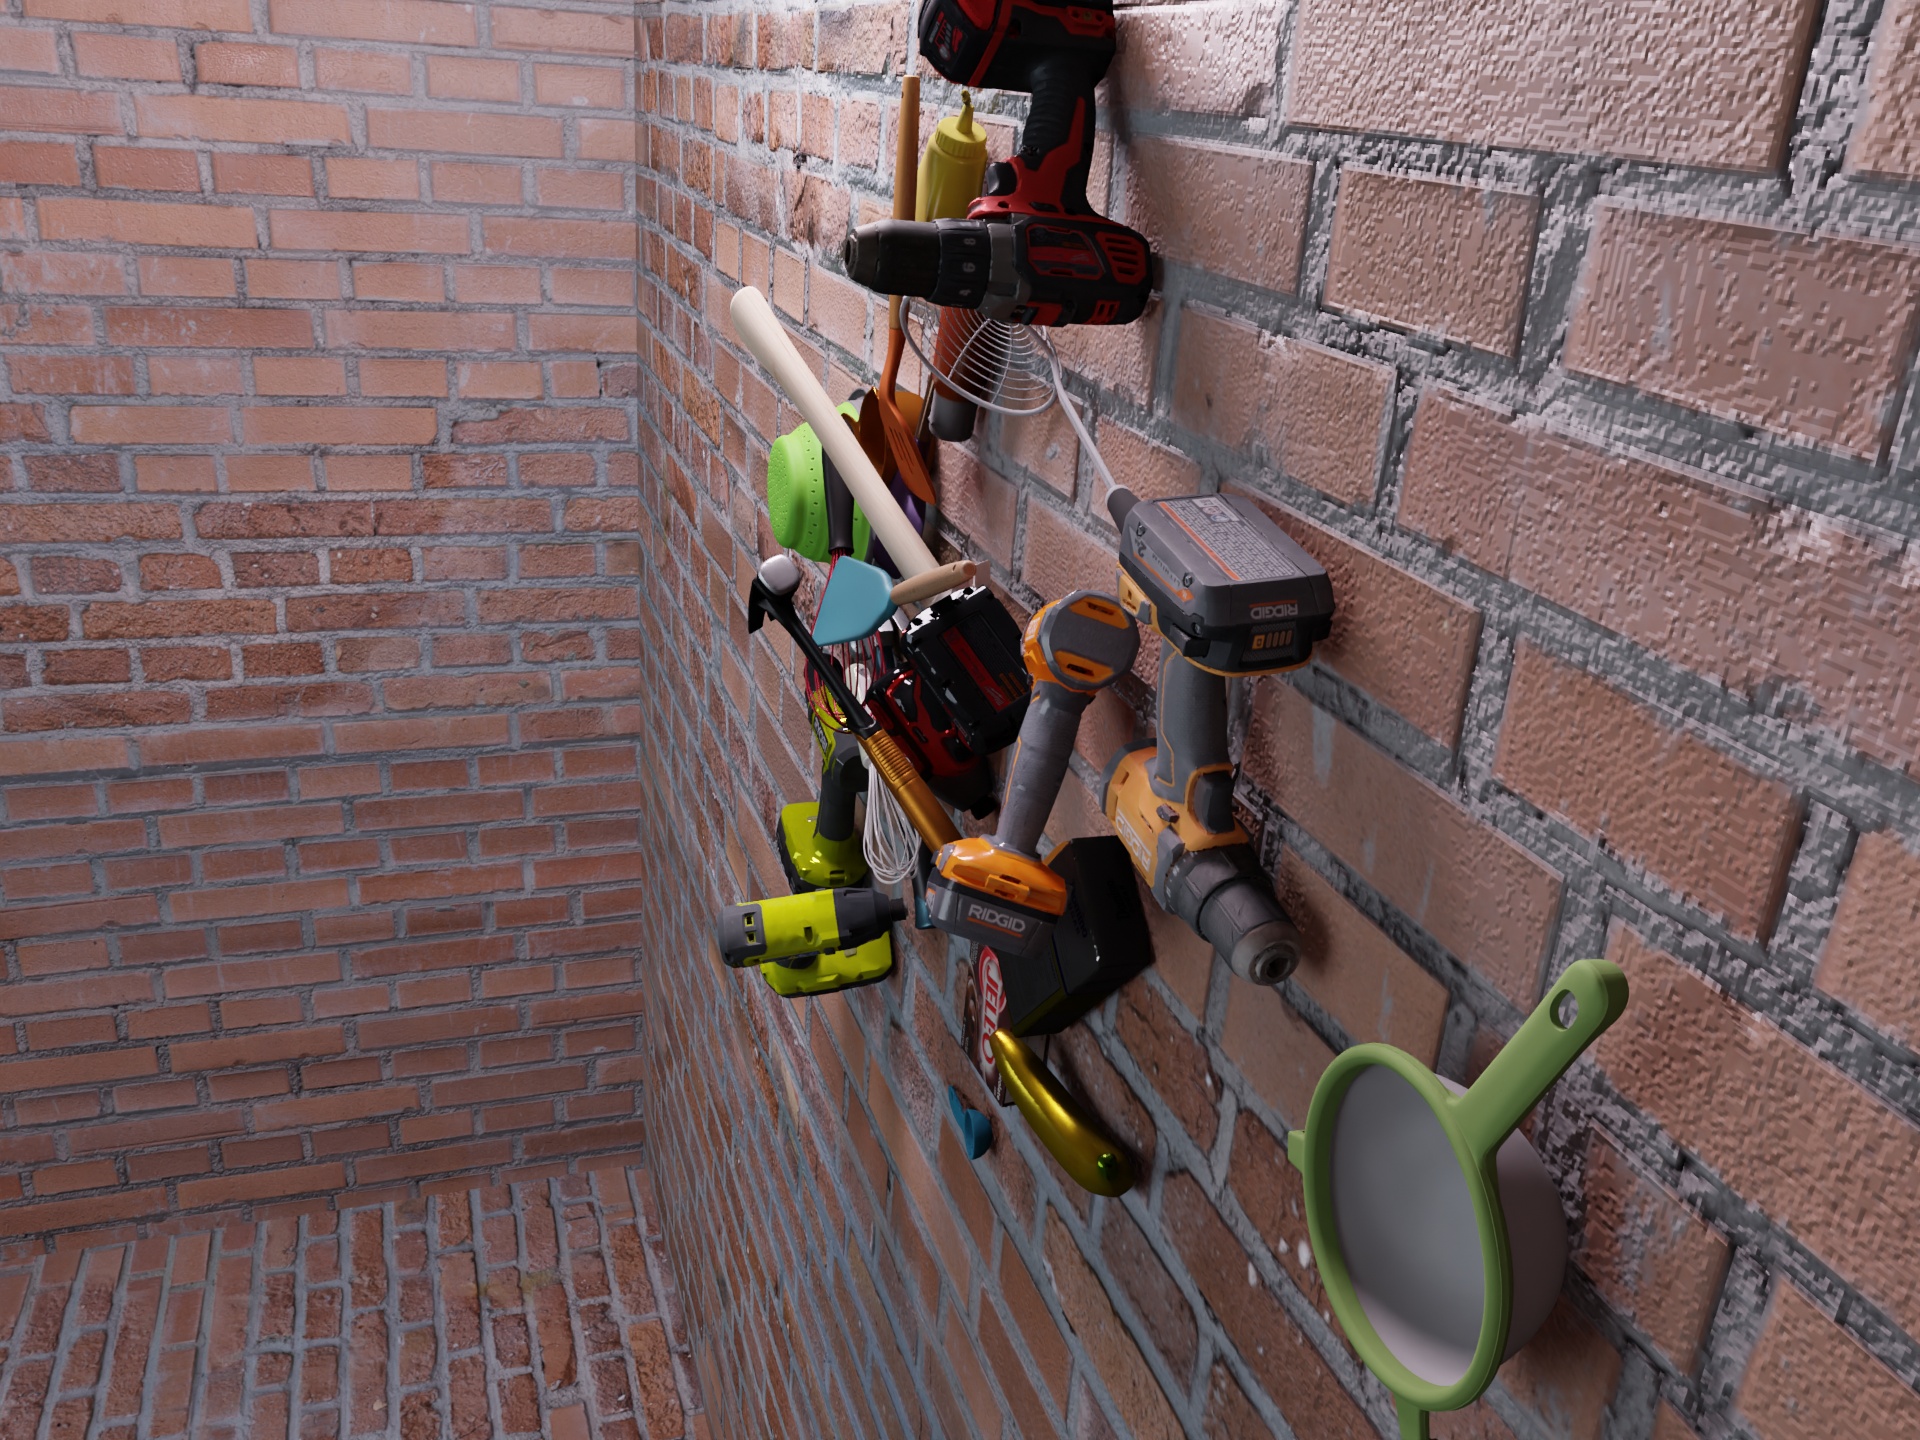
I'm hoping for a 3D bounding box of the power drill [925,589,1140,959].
[{"bbox_3d":[0.047,0.029,1.034,0.164,0.084,0.226,-173,102,-86],"label":"power drill"}]

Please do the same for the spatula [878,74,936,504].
[{"bbox_3d":[-0.039,-0.333,1.250,0.081,0.041,0.322,-137,47,-62],"label":"spatula"}]

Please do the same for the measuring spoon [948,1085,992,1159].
[{"bbox_3d":[0.009,0.347,1.400,0.129,0.021,0.042,-144,53,-77],"label":"measuring spoon"}]

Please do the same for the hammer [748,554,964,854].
[{"bbox_3d":[-0.066,0.025,1.278,0.337,0.034,0.127,55,162,7],"label":"hammer"}]

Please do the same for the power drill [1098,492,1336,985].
[{"bbox_3d":[0.139,0.014,0.856,0.186,0.084,0.226,-120,28,-53],"label":"power drill"}]

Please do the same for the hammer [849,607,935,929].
[{"bbox_3d":[-0.055,0.039,1.491,0.128,0.033,0.331,122,140,-61],"label":"hammer"}]

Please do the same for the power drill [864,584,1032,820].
[{"bbox_3d":[-0.002,-0.004,1.231,0.143,0.078,0.219,54,159,7],"label":"power drill"}]

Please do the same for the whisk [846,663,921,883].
[{"bbox_3d":[-0.075,0.043,1.438,0.059,0.057,0.247,-39,46,28],"label":"whisk"}]

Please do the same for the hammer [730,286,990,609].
[{"bbox_3d":[-0.092,-0.225,1.339,0.411,0.038,0.146,57,159,23],"label":"hammer"}]

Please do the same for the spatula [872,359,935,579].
[{"bbox_3d":[-0.023,-0.255,1.316,0.060,0.018,0.315,46,132,36],"label":"spatula"}]

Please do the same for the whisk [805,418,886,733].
[{"bbox_3d":[-0.104,-0.131,1.404,0.073,0.073,0.296,138,131,-67],"label":"whisk"}]

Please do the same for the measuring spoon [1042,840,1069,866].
[{"bbox_3d":[0.065,0.119,1.196,0.116,0.011,0.021,122,139,-54],"label":"measuring spoon"}]

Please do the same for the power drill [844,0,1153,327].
[{"bbox_3d":[0.018,-0.351,0.976,0.080,0.188,0.227,143,125,-69],"label":"power drill"}]

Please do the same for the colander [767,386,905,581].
[{"bbox_3d":[-0.112,-0.190,1.515,0.398,0.094,0.204,-124,35,-56],"label":"colander"}]

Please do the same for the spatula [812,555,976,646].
[{"bbox_3d":[-0.051,-0.100,1.219,0.317,0.044,0.082,175,113,-72],"label":"spatula"}]

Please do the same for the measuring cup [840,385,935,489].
[{"bbox_3d":[-0.068,-0.260,1.444,0.174,0.052,0.095,-134,43,-65],"label":"measuring cup"}]

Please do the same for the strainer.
[{"bbox_3d":[0.223,0.177,0.652,0.256,0.069,0.152,106,155,-44],"label":"strainer"}]

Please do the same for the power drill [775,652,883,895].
[{"bbox_3d":[-0.138,0.059,1.672,0.191,0.080,0.228,-117,32,-48],"label":"power drill"}]

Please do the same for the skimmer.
[{"bbox_3d":[0.056,-0.169,1.043,0.127,0.090,0.364,59,-174,-51],"label":"skimmer"}]

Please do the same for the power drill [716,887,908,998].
[{"bbox_3d":[-0.131,0.209,1.526,0.223,0.171,0.080,86,175,-74],"label":"power drill"}]
